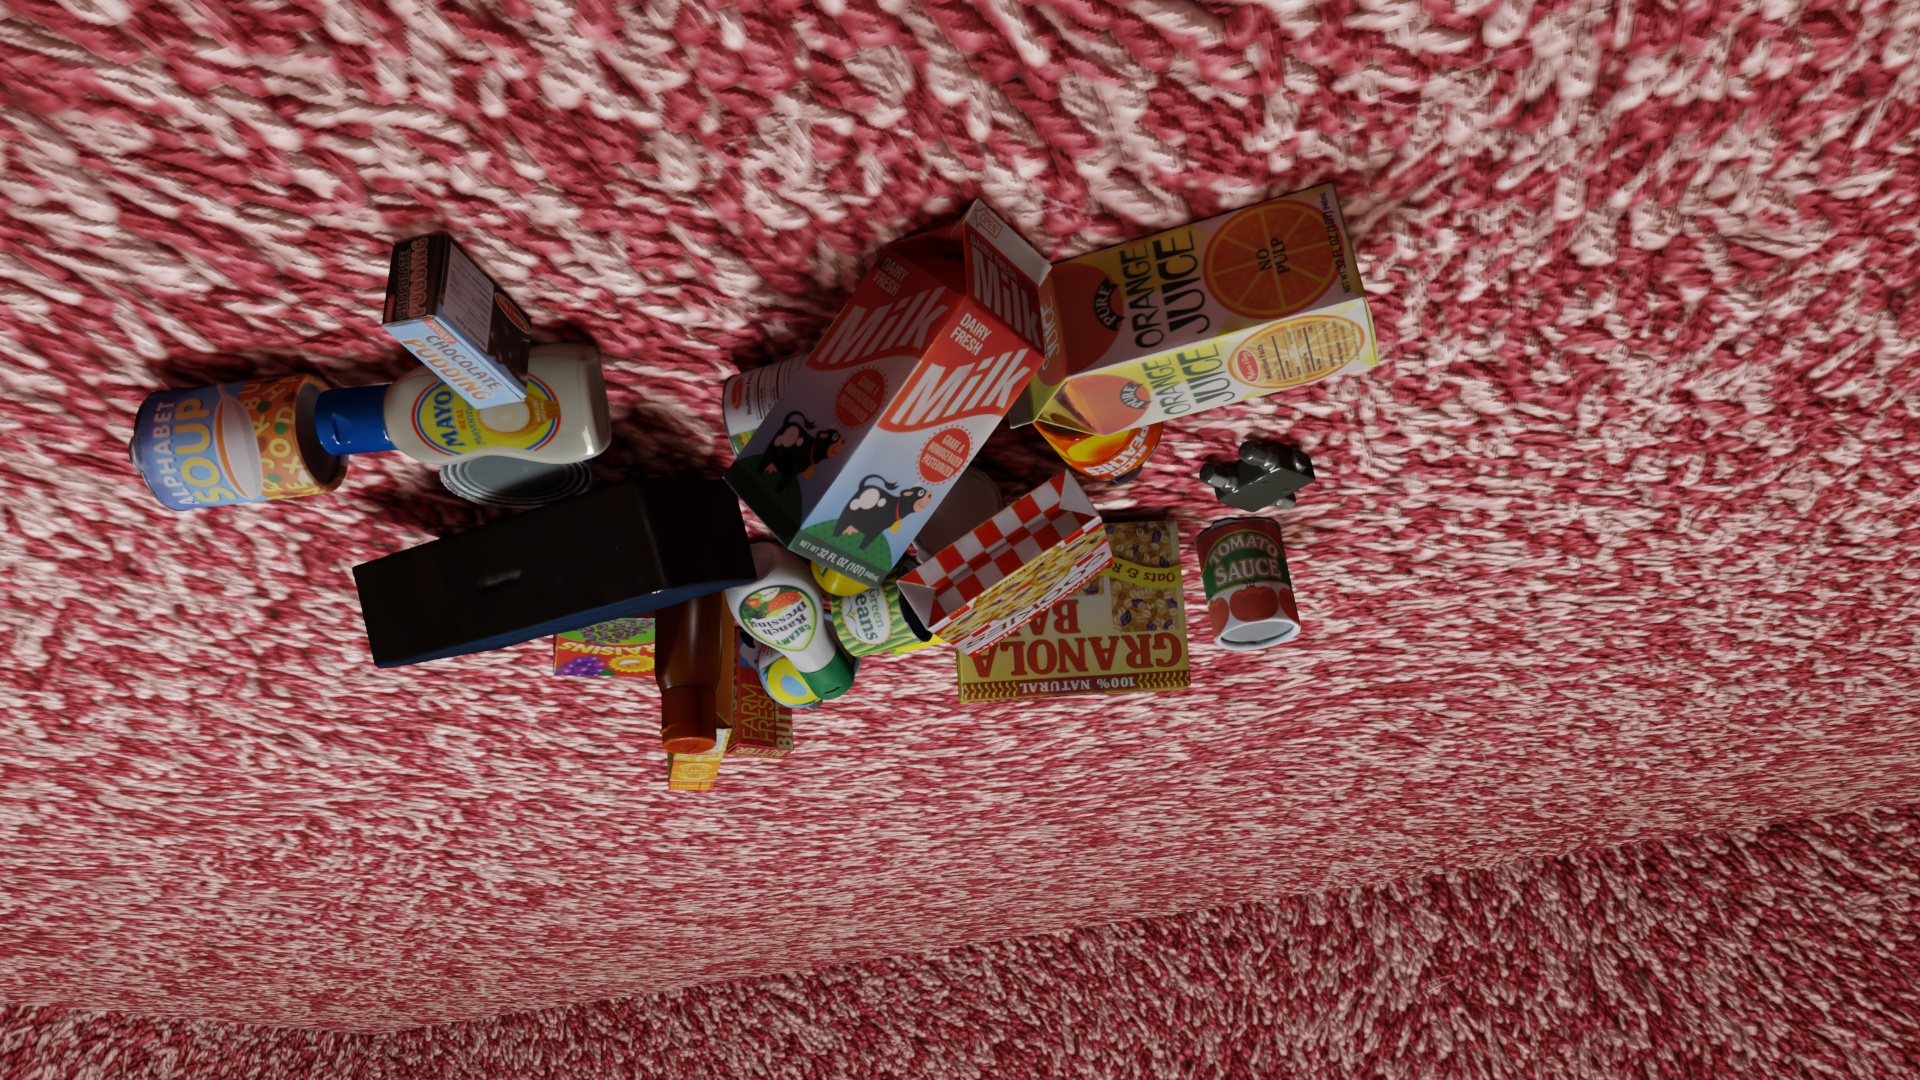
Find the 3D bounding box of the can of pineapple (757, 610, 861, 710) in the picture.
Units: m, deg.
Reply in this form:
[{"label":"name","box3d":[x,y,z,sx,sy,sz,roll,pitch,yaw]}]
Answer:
[{"label":"can of pineapple","box3d":[-0.122,0.098,1.135,0.071,0.071,0.057,13,148,-36]}]

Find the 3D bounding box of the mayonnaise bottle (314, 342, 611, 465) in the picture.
[{"label":"mayonnaise bottle","box3d":[-0.268,-0.069,0.750,0.148,0.064,0.041,-5,-162,1]}]

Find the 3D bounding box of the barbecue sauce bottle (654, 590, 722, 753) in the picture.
[{"label":"barbecue sauce bottle","box3d":[-0.189,0.072,0.965,0.044,0.149,0.064,10,150,-30]}]

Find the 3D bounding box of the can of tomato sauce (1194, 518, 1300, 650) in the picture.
[{"label":"can of tomato sauce","box3d":[0.218,0.033,1.054,0.071,0.083,0.071,-5,155,-2]}]

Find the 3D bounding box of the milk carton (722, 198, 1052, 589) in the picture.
[{"label":"milk carton","box3d":[-0.028,-0.078,0.707,0.190,0.073,0.072,-53,139,6]}]

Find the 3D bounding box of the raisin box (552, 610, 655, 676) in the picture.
[{"label":"raisin box","box3d":[-0.268,0.066,1.066,0.086,0.040,0.122,1,153,-18]}]

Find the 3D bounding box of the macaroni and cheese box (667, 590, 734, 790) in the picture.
[{"label":"macaroni and cheese box","box3d":[-0.203,0.113,1.081,0.040,0.124,0.165,4,154,-14]}]

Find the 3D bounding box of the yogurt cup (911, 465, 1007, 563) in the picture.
[{"label":"yogurt cup","box3d":[0.003,-0.012,0.933,0.072,0.072,0.054,-14,162,16]}]

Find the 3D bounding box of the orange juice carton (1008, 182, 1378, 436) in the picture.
[{"label":"orange juice carton","box3d":[0.112,-0.112,0.729,0.192,0.072,0.073,-14,154,16]}]

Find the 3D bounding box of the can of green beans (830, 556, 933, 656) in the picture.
[{"label":"can of green beans","box3d":[-0.059,0.051,1.049,0.058,0.071,0.071,-14,154,18]}]

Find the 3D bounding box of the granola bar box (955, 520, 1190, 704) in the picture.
[{"label":"granola bar box","box3d":[0.077,0.051,1.008,0.166,0.124,0.039,-3,171,-7]}]

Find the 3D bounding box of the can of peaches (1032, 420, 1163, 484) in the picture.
[{"label":"can of peaches","box3d":[0.079,-0.074,0.805,0.071,0.071,0.058,-15,152,19]}]

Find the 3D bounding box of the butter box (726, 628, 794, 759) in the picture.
[{"label":"butter box","box3d":[-0.166,0.126,1.142,0.053,0.104,0.024,14,148,-35]}]

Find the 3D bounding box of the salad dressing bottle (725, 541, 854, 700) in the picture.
[{"label":"salad dressing bottle","box3d":[-0.123,0.063,1.034,0.064,0.044,0.147,-24,134,5]}]

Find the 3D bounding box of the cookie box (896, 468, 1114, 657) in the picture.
[{"label":"cookie box","box3d":[0.035,0.021,0.895,0.123,0.040,0.167,-34,166,1]}]

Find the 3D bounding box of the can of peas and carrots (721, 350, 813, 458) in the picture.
[{"label":"can of peas and carrots","box3d":[-0.092,-0.068,0.783,0.058,0.071,0.071,-15,154,17]}]

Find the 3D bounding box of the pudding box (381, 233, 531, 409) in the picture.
[{"label":"pudding box","box3d":[-0.246,-0.106,0.686,0.030,0.050,0.083,-10,155,11]}]

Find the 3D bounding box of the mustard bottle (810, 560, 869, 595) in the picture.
[{"label":"mustard bottle","box3d":[-0.076,0.006,0.953,0.049,0.065,0.159,-4,159,-13]}]

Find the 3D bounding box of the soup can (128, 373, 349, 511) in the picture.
[{"label":"soup can","box3d":[-0.385,-0.053,0.746,0.084,0.071,0.071,-7,155,1]}]
